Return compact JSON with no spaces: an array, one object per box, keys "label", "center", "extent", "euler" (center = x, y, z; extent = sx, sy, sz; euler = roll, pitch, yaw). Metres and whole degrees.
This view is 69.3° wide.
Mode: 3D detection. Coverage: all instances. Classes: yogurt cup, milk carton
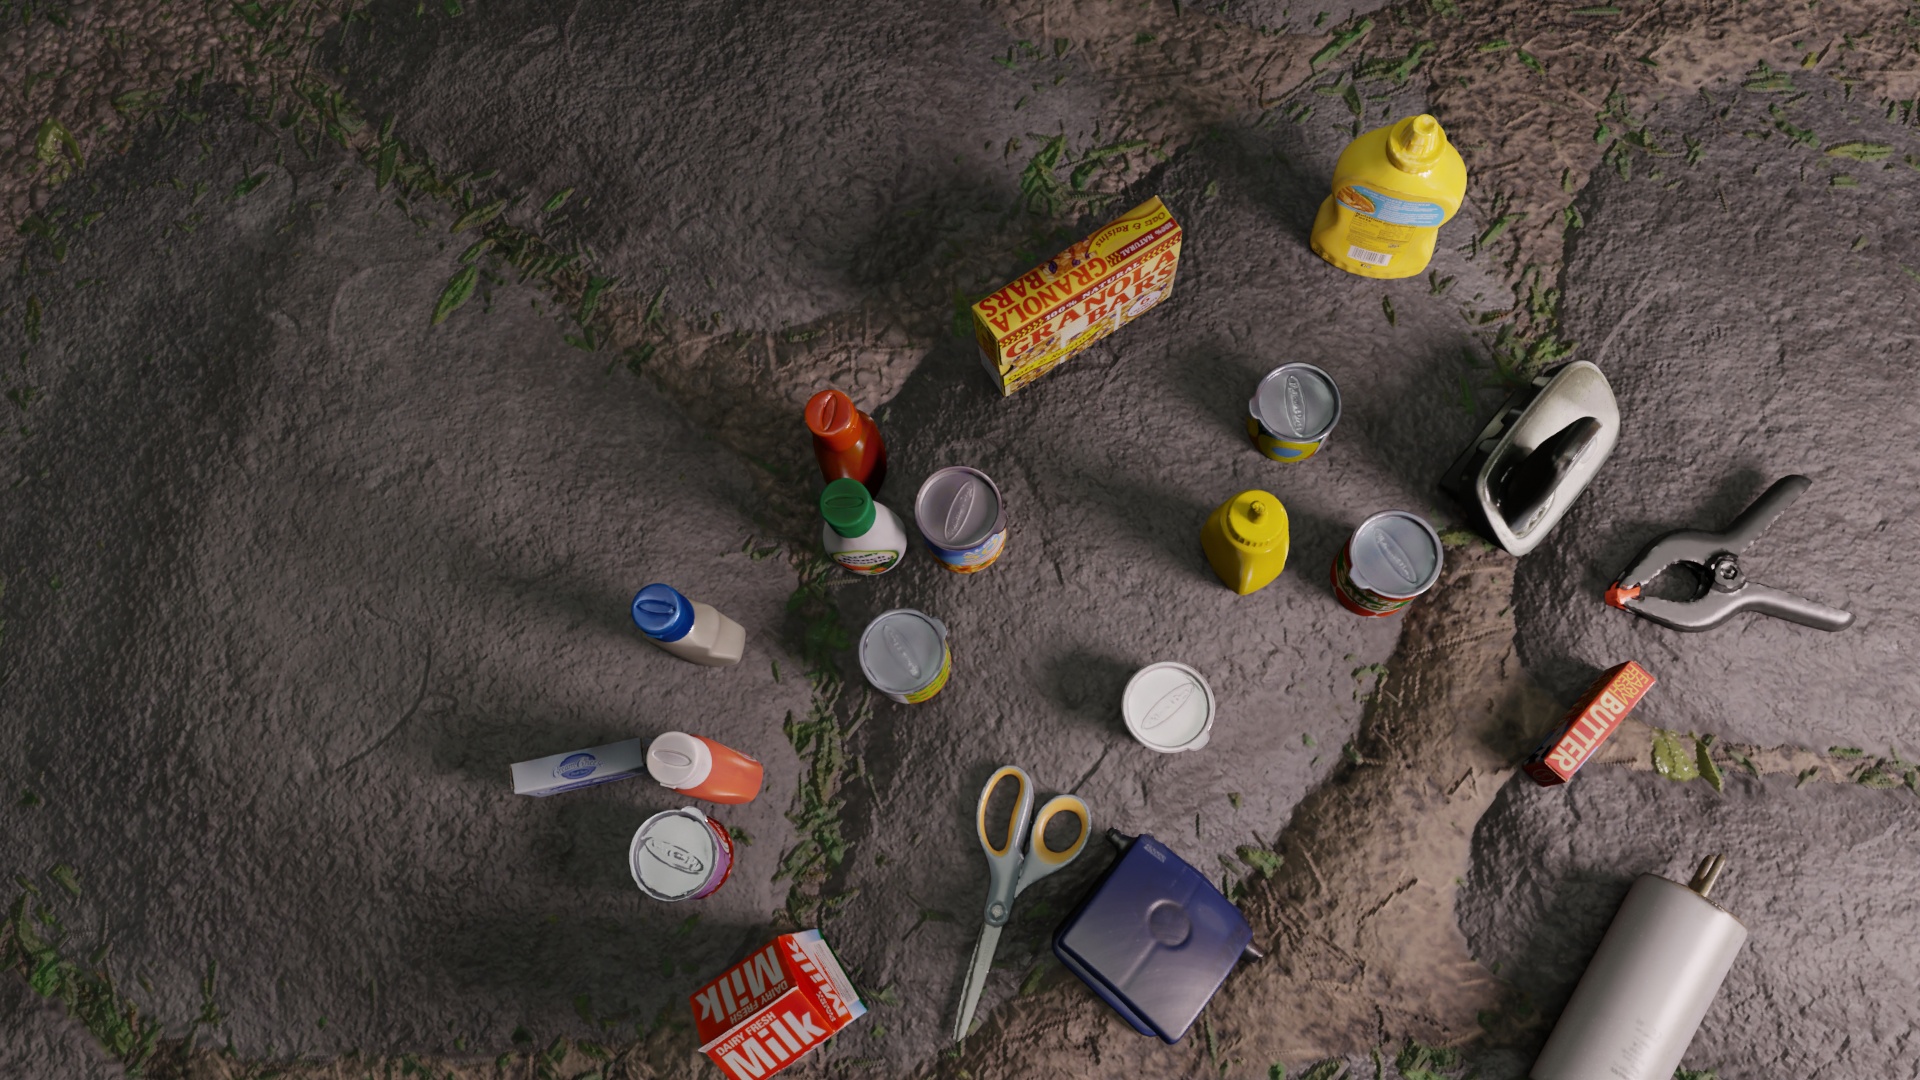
[{"label":"yogurt cup","center":[0.154,0.127,1.042],"extent":[0.072,0.054,0.072],"euler":[-1,76,4]},{"label":"milk carton","center":[-0.124,0.316,0.943],"extent":[0.072,0.190,0.073],"euler":[-33,76,-4]}]

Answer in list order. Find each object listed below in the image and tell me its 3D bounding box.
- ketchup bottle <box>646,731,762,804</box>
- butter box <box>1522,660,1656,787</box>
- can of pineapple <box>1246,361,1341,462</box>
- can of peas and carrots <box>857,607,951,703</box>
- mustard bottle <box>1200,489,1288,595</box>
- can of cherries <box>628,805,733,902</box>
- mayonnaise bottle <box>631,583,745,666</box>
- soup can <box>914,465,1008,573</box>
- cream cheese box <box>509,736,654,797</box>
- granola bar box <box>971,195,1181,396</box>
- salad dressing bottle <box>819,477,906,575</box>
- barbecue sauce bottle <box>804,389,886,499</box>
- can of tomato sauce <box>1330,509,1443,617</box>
[{"label":"ketchup bottle","center":[-0.189,0.165,1.008],"extent":[0.065,0.148,0.043],"euler":[13,77,7]},{"label":"butter box","center":[0.459,0.134,1.018],"extent":[0.024,0.053,0.103],"euler":[43,82,13]},{"label":"can of pineapple","center":[0.259,-0.100,1.090],"extent":[0.071,0.057,0.071],"euler":[-1,76,4]},{"label":"can of peas and carrots","center":[-0.040,0.088,1.064],"extent":[0.071,0.058,0.071],"euler":[-1,76,4]},{"label":"mustard bottle","center":[0.212,-0.004,1.016],"extent":[0.049,0.160,0.065],"euler":[-32,76,-4]},{"label":"can of cherries","center":[-0.206,0.234,1.039],"extent":[0.071,0.058,0.071],"euler":[-1,76,4]},{"label":"mayonnaise bottle","center":[-0.206,0.064,1.036],"extent":[0.065,0.147,0.041],"euler":[7,77,6]},{"label":"soup can","center":[0.004,-0.013,1.074],"extent":[0.071,0.083,0.071],"euler":[-1,76,4]},{"label":"cream cheese box","center":[-0.285,0.174,1.063],"extent":[0.104,0.053,0.024],"euler":[-12,76,1]},{"label":"granola bar box","center":[0.092,-0.188,1.091],"extent":[0.166,0.124,0.039],"euler":[-32,76,-4]},{"label":"salad dressing bottle","center":[-0.077,-0.010,1.046],"extent":[0.064,0.147,0.044],"euler":[-2,76,4]},{"label":"barbecue sauce bottle","center":[-0.088,-0.074,1.063],"extent":[0.044,0.148,0.065],"euler":[11,77,7]},{"label":"can of tomato sauce","center":[0.316,0.021,1.042],"extent":[0.071,0.083,0.071],"euler":[-1,76,4]}]
